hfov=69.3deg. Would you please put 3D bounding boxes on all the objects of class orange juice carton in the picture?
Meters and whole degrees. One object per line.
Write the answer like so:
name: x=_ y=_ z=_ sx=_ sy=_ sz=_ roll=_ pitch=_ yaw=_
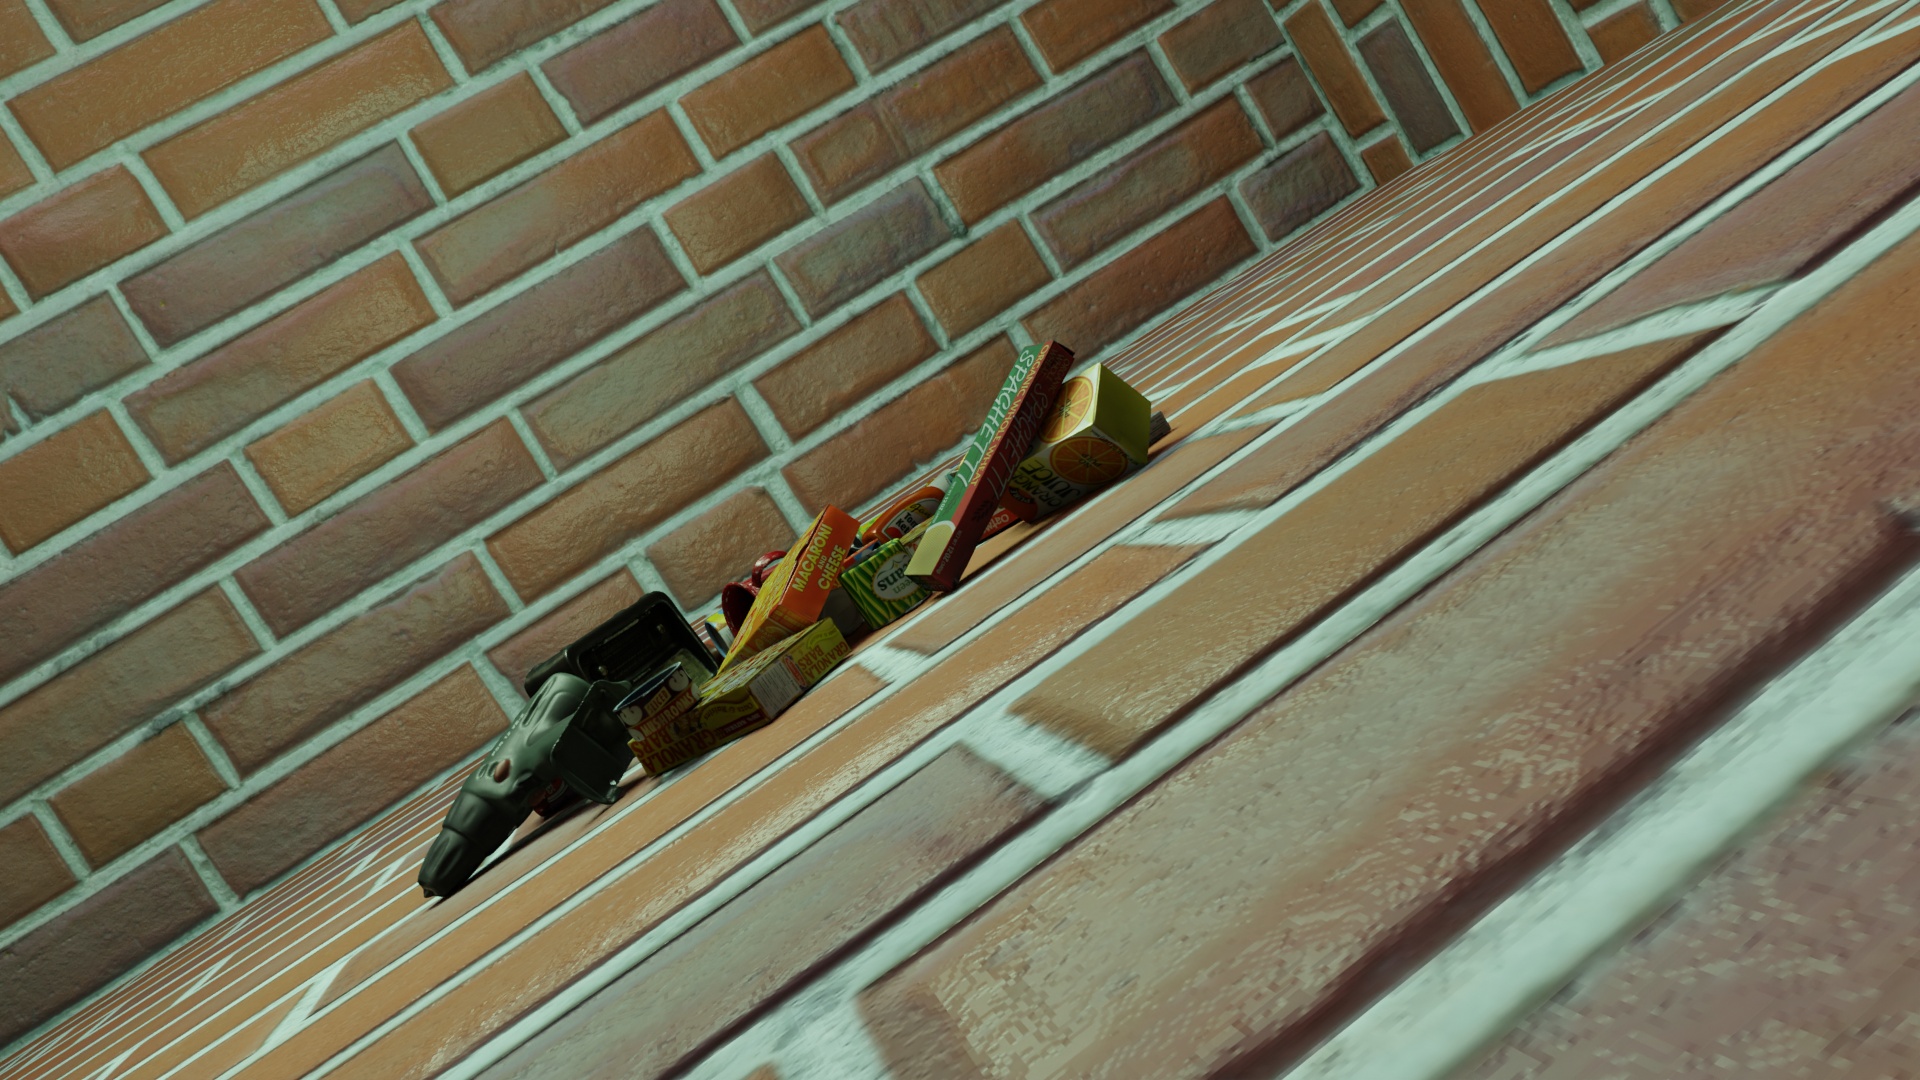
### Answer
orange juice carton: x=0.078 y=-0.079 z=1.271 sx=0.192 sy=0.071 sz=0.073 roll=-27 pitch=42 yaw=41

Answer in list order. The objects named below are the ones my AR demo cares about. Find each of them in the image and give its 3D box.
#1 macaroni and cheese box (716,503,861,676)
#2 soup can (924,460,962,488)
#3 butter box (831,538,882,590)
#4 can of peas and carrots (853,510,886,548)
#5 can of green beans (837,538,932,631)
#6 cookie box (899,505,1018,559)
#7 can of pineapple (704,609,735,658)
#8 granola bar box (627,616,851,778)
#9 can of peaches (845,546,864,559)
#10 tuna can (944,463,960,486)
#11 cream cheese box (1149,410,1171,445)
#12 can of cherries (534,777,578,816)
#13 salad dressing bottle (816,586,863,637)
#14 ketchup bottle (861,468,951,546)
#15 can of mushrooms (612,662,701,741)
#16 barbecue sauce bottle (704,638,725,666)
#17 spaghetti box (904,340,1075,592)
macaroni and cheese box: x=-0.160 y=0.057 z=1.281 sx=0.165 sy=0.040 sz=0.124 roll=-46 pitch=17 yaw=49
soup can: x=0.010 y=-0.059 z=1.654 sx=0.083 sy=0.071 sz=0.071 roll=-30 pitch=6 yaw=26
butter box: x=-0.115 y=0.047 z=1.455 sx=0.104 sy=0.053 sz=0.024 roll=-34 pitch=4 yaw=-19
can of peas and carrots: x=-0.086 y=0.003 z=1.608 sx=0.059 sy=0.071 sz=0.071 roll=-33 pitch=5 yaw=-14
can of green beans: x=-0.068 y=0.039 z=1.241 sx=0.071 sy=0.058 sz=0.071 roll=-32 pitch=6 yaw=4
cookie box: x=0.005 y=-0.018 z=1.442 sx=0.167 sy=0.040 sz=0.123 roll=-30 pitch=6 yaw=25
can of pineapple: x=-0.268 y=0.108 z=1.679 sx=0.058 sy=0.071 sz=0.071 roll=-34 pitch=6 yaw=-23
granola bar box: x=-0.187 y=0.132 z=1.173 sx=0.165 sy=0.039 sz=0.125 roll=-28 pitch=7 yaw=37
can of peaches: x=-0.124 y=0.038 z=1.509 sx=0.071 sy=0.071 sz=0.058 roll=-33 pitch=5 yaw=-11
tuna can: x=0.019 y=-0.078 z=1.554 sx=0.071 sy=0.033 sz=0.071 roll=-32 pitch=6 yaw=3
cream cheese box: x=0.149 y=-0.087 z=1.329 sx=0.104 sy=0.024 sz=0.053 roll=-35 pitch=6 yaw=-31
can of cherries: x=-0.403 y=0.229 z=1.363 sx=0.058 sy=0.071 sz=0.071 roll=-33 pitch=5 yaw=-11
salad dressing bottle: x=-0.141 y=0.078 z=1.366 sx=0.064 sy=0.044 sz=0.147 roll=-40 pitch=8 yaw=-25
ketchup bottle: x=-0.047 y=-0.026 z=1.569 sx=0.043 sy=0.064 sz=0.149 roll=-20 pitch=21 yaw=49
can of mushrooms: x=-0.246 y=0.132 z=1.132 sx=0.071 sy=0.033 sz=0.071 roll=-33 pitch=8 yaw=5
barbecue sauce bottle: x=-0.328 y=0.158 z=1.693 sx=0.064 sy=0.043 sz=0.149 roll=-27 pitch=7 yaw=39
spaghetti box: x=0.027 y=-0.068 z=1.220 sx=0.050 sy=0.028 sz=0.251 roll=-2 pitch=56 yaw=58
